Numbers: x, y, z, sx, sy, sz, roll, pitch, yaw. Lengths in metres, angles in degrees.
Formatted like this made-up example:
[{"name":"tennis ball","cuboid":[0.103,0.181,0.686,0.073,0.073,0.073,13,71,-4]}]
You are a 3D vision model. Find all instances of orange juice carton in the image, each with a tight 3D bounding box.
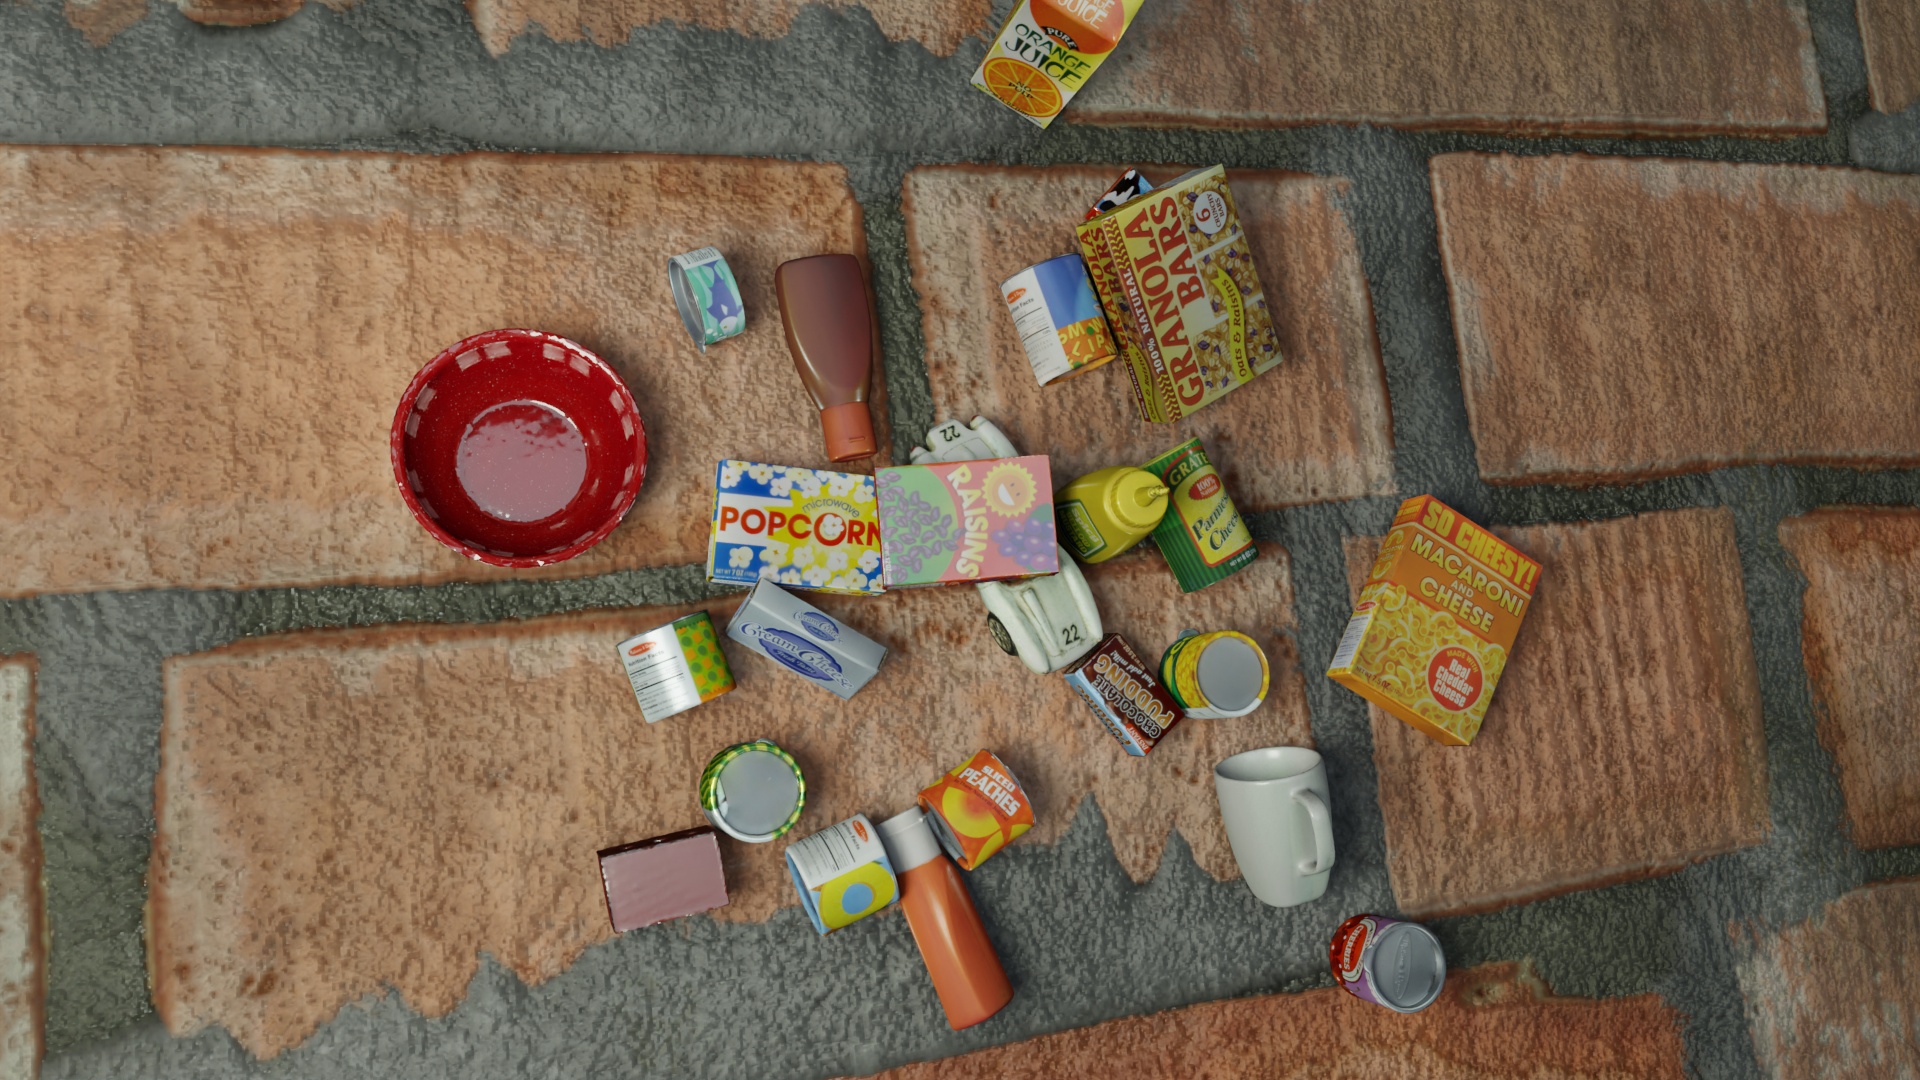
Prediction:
[{"name":"orange juice carton","cuboid":[0.079,-0.388,1.029,0.072,0.192,0.073,29,76,-12]}]

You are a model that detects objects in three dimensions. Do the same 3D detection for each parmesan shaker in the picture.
[{"name":"parmesan shaker","cuboid":[0.179,-0.021,1.068,0.071,0.071,0.103,-29,91,-18]}]

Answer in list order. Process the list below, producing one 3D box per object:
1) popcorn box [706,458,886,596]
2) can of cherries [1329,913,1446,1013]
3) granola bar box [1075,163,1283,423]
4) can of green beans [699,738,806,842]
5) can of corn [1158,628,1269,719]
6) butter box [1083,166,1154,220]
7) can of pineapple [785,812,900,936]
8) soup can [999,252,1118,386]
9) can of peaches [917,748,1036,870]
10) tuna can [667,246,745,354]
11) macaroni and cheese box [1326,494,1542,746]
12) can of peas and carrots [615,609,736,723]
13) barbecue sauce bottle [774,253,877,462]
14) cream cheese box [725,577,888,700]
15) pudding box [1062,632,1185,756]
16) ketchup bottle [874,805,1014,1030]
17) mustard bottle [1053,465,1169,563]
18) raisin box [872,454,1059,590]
[{"name":"popcorn box","cuboid":[-0.114,-0.008,0.992,0.127,0.038,0.085,6,80,-16]},{"name":"can of cherries","cuboid":[0.323,0.320,1.060,0.071,0.058,0.071,2,82,-16]},{"name":"granola bar box","cuboid":[0.172,-0.191,1.078,0.124,0.039,0.165,-30,109,-23]},{"name":"can of green beans","cuboid":[-0.142,0.170,0.945,0.071,0.057,0.071,3,81,-16]},{"name":"can of corn","cuboid":[0.192,0.100,1.055,0.071,0.058,0.071,3,81,-17]},{"name":"butter box","cuboid":[0.154,-0.245,1.117,0.103,0.024,0.053,44,72,-6]},{"name":"can of pineapple","cuboid":[-0.081,0.230,0.950,0.058,0.071,0.071,-22,88,-18]},{"name":"soup can","cuboid":[0.078,-0.169,1.061,0.071,0.071,0.084,-21,89,-18]},{"name":"can of peaches","cuboid":[0.011,0.189,0.981,0.058,0.071,0.071,-32,91,-17]},{"name":"tuna can","cuboid":[-0.179,-0.171,0.985,0.033,0.071,0.071,-22,88,-19]},{"name":"macaroni and cheese box","cuboid":[0.386,0.065,1.129,0.124,0.040,0.167,31,75,-10]},{"name":"can of peas and carrots","cuboid":[-0.191,0.085,0.942,0.071,0.071,0.058,-21,88,-18]},{"name":"barbecue sauce bottle","cuboid":[-0.092,-0.133,1.016,0.065,0.043,0.148,-10,85,-18]},{"name":"cream cheese box","cuboid":[-0.108,0.071,0.972,0.104,0.053,0.024,31,48,-10]},{"name":"pudding box","cuboid":[0.123,0.116,1.047,0.050,0.030,0.083,-40,94,-17]},{"name":"ketchup bottle","cuboid":[-0.013,0.260,0.969,0.043,0.065,0.149,-28,81,17]},{"name":"mustard bottle","cuboid":[0.111,-0.024,0.998,0.049,0.160,0.065,-32,90,-17]},{"name":"raisin box","cuboid":[0.003,-0.012,0.974,0.123,0.040,0.086,-5,84,-5]}]
